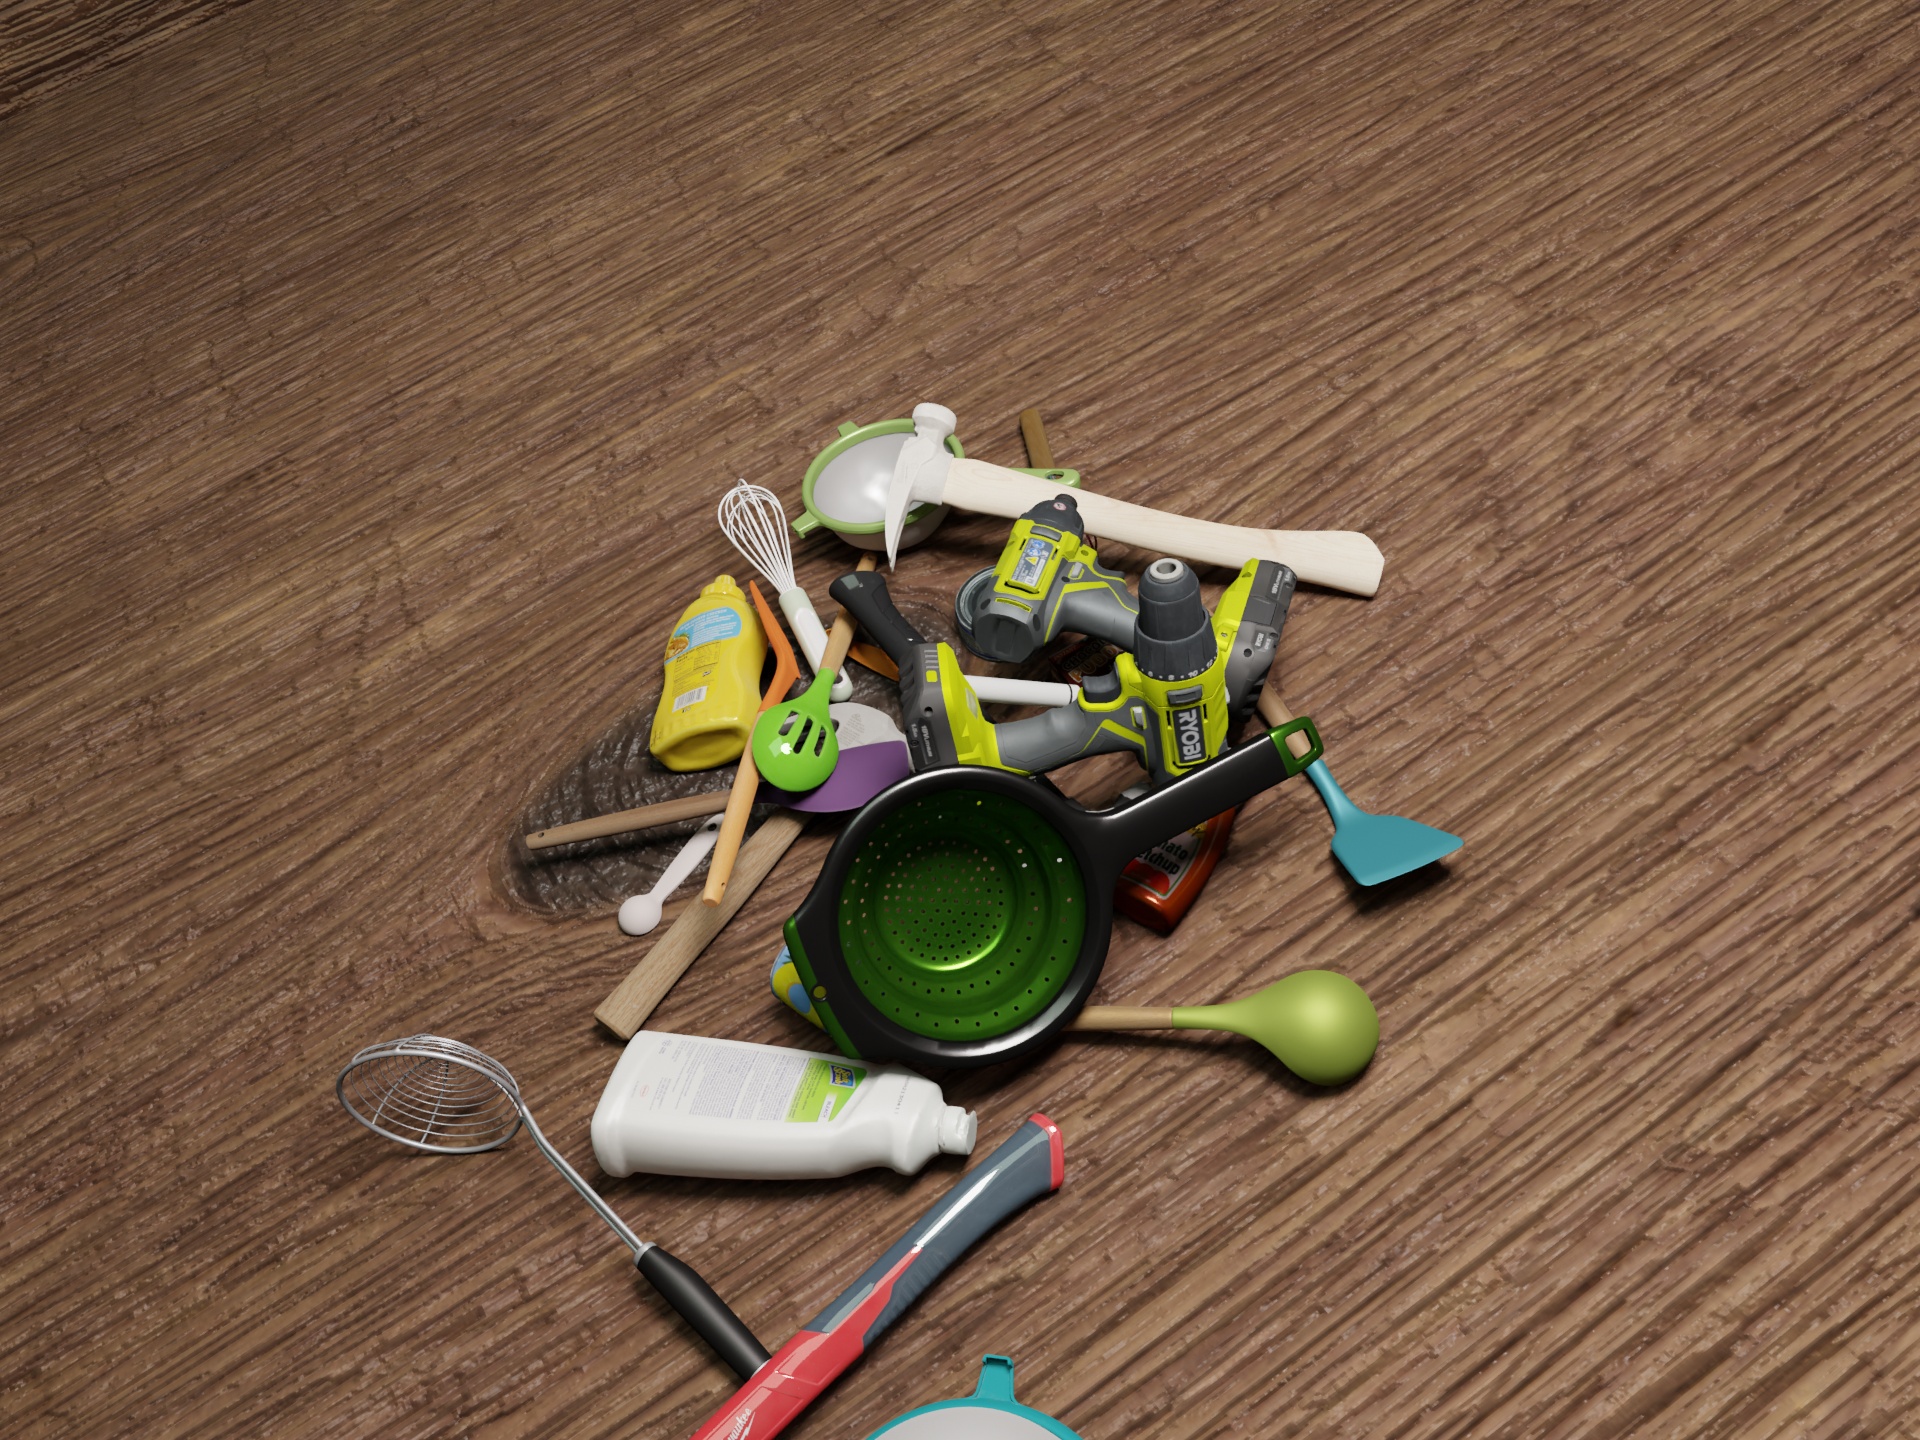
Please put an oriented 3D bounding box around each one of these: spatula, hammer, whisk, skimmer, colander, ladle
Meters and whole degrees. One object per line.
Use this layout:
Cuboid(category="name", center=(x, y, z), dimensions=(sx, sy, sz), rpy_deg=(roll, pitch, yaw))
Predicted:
Cuboid(category="spatula", center=(0.259, 0.009, 1.215), dimensions=(0.082, 0.044, 0.318), rpy_deg=(-21, 49, -9))
Cuboid(category="hammer", center=(-0.089, 0.373, 0.989), dimensions=(0.386, 0.038, 0.143), rpy_deg=(-39, 82, -21))
Cuboid(category="whisk", center=(0.084, -0.201, 1.432), dimensions=(0.047, 0.051, 0.245), rpy_deg=(1, 45, -12))
Cuboid(category="spatula", center=(-0.166, 0.017, 1.251), dimensions=(0.041, 0.080, 0.323), rpy_deg=(-10, 43, 20))
Cuboid(category="skimmer", center=(-0.272, 0.334, 1.058), dimensions=(0.363, 0.127, 0.090), rpy_deg=(36, 49, 25))
Cuboid(category="whisk", center=(-0.151, -0.115, 1.392), dimensions=(0.058, 0.059, 0.247), rpy_deg=(-20, 63, -17))
Cuboid(category="hammer", center=(-0.166, 0.112, 1.246), dimensions=(0.130, 0.031, 0.331), rpy_deg=(26, 63, 29))
Cuboid(category="colander", center=(0.068, 0.095, 1.117), dimensions=(0.397, 0.094, 0.204), rpy_deg=(-26, 95, -9))
Cuboid(category="hammer", center=(-0.002, -0.004, 1.258), dimensions=(0.146, 0.035, 0.335), rpy_deg=(-32, 61, -18))
Cuboid(category="hammer", center=(0.142, -0.154, 1.323), dimensions=(0.410, 0.038, 0.146), rpy_deg=(13, 74, 6))
Cuboid(category="spatula", center=(-0.193, 0.067, 1.255), dimensions=(0.316, 0.018, 0.060), rpy_deg=(-12, 51, 7))
Cuboid(category="ladle", center=(0.124, 0.210, 1.099), dimensions=(0.320, 0.062, 0.078), rpy_deg=(-4, 58, 19))

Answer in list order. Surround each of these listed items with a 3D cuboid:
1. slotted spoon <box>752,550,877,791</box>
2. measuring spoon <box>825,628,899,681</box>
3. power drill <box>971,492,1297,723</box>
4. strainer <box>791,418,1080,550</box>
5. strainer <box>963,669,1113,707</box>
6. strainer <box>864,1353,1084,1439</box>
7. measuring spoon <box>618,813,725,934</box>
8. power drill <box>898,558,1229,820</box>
Cuboid(category="slotted spoon", center=(-0.107, -0.054, 1.321), dimensions=(0.070, 0.031, 0.314), rpy_deg=(30, 37, -12))
Cuboid(category="measuring spoon", center=(-0.072, -0.052, 1.367), dimensions=(0.117, 0.011, 0.021), rpy_deg=(24, 78, 25))
Cuboid(category="power drill", center=(0.138, -0.095, 1.236), dimensions=(0.223, 0.080, 0.171), rpy_deg=(18, 49, 7))
Cuboid(category="strainer", center=(-0.014, -0.199, 1.426), dimensions=(0.256, 0.069, 0.152), rpy_deg=(4, 50, 19))
Cuboid(category="strainer", center=(0.092, -0.017, 1.229), dimensions=(0.258, 0.050, 0.087), rpy_deg=(5, 40, -21))
Cuboid(category="strainer", center=(0.034, 0.510, 0.841), dimensions=(0.211, 0.095, 0.341), rpy_deg=(-35, 51, -14))
Cuboid(category="measuring spoon", center=(-0.228, 0.118, 1.264), dimensions=(0.034, 0.018, 0.124), rpy_deg=(22, 60, 28))
Cuboid(category="power drill", center=(0.075, -0.017, 1.128), dimensions=(0.228, 0.190, 0.080), rpy_deg=(-11, 41, 3))
